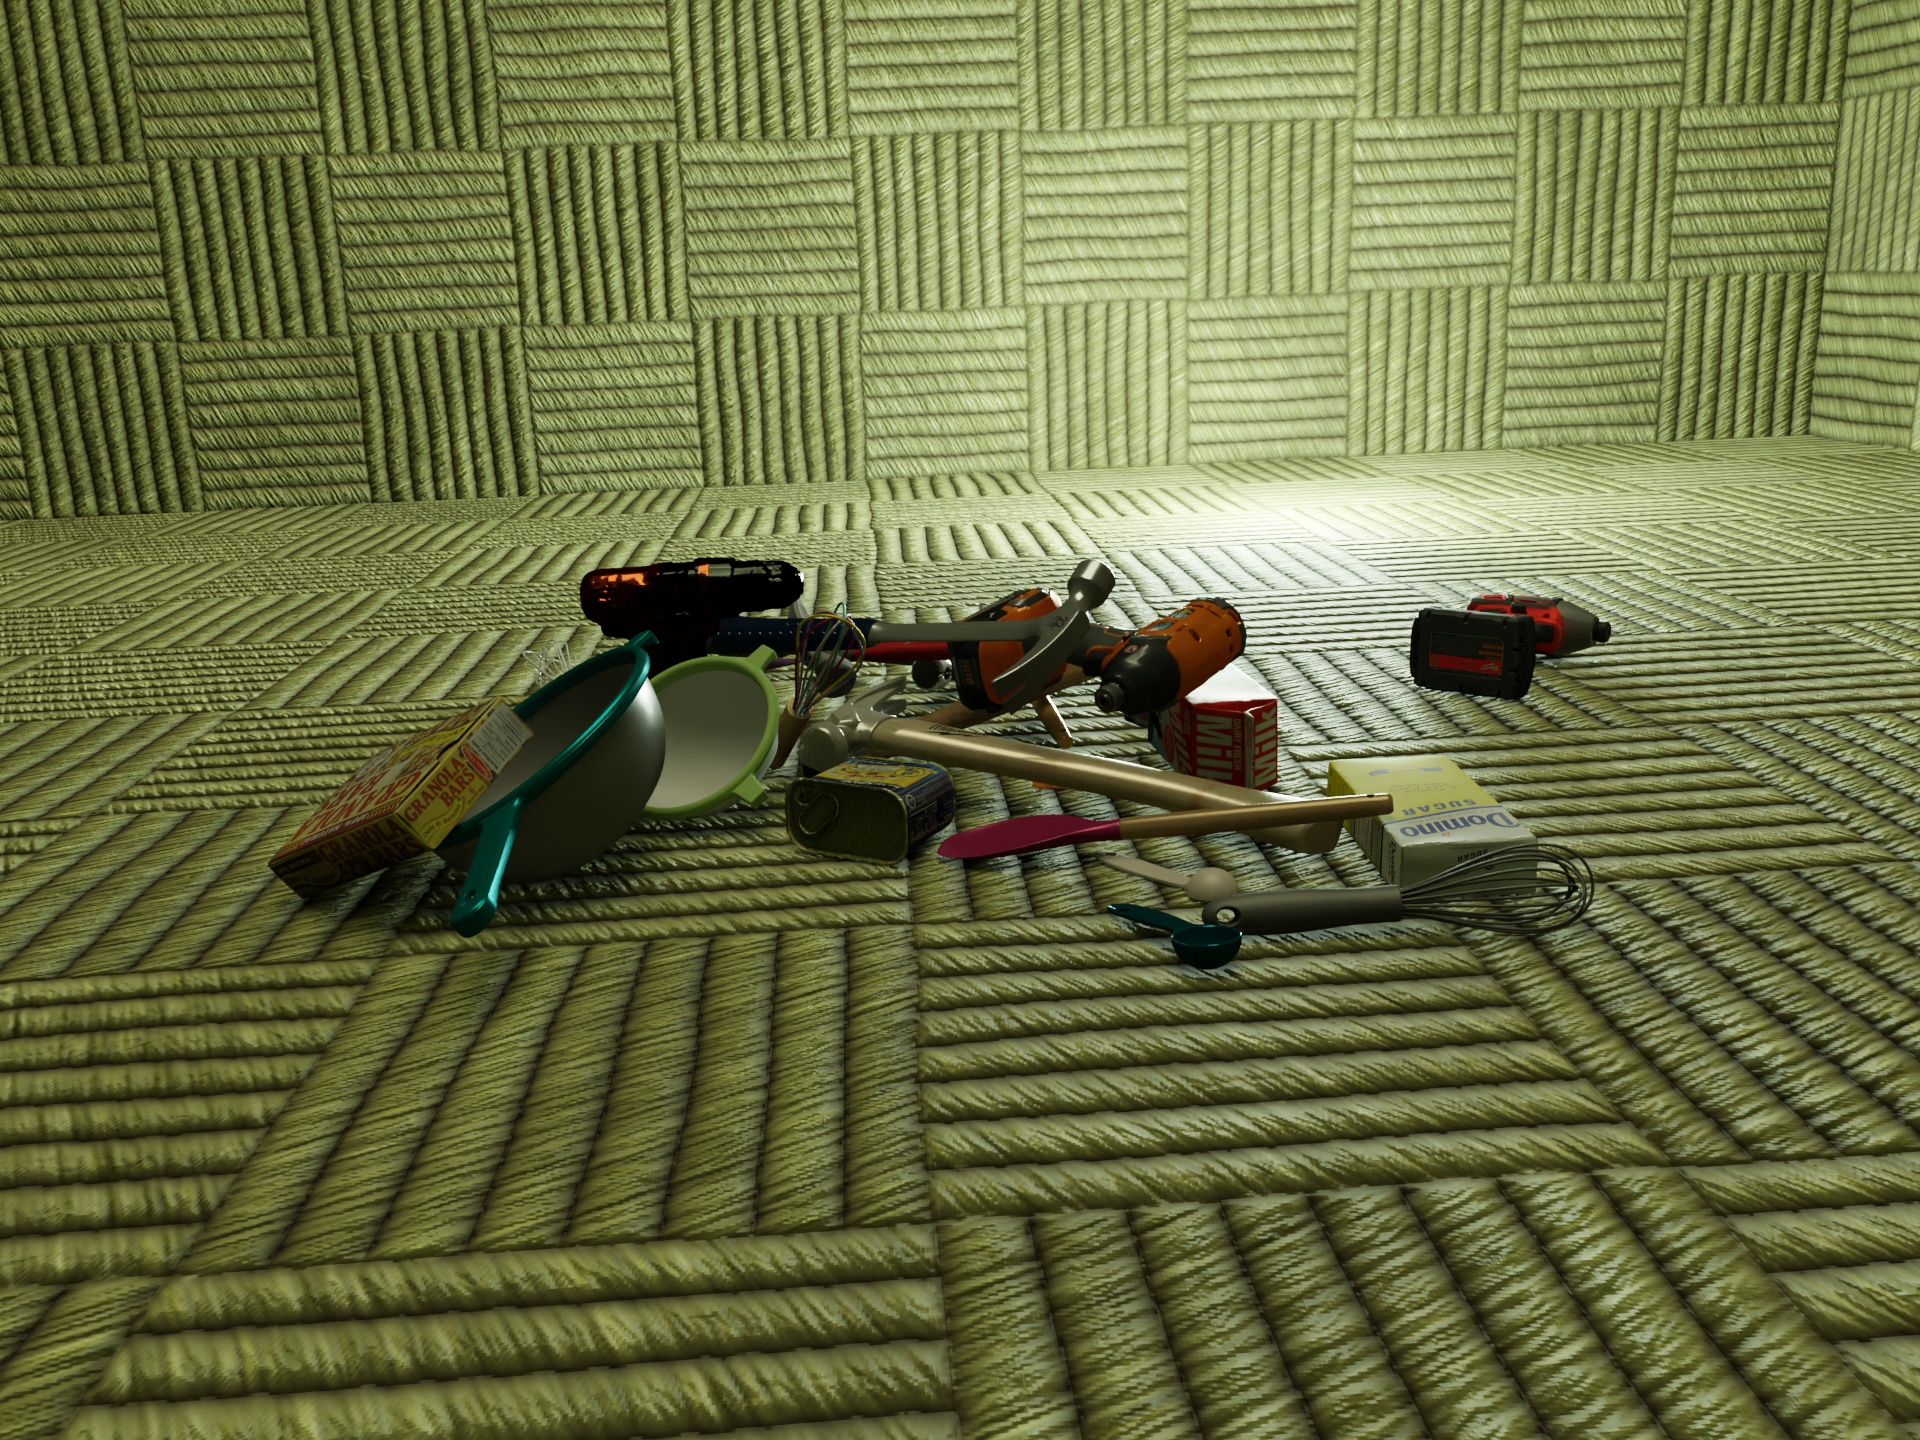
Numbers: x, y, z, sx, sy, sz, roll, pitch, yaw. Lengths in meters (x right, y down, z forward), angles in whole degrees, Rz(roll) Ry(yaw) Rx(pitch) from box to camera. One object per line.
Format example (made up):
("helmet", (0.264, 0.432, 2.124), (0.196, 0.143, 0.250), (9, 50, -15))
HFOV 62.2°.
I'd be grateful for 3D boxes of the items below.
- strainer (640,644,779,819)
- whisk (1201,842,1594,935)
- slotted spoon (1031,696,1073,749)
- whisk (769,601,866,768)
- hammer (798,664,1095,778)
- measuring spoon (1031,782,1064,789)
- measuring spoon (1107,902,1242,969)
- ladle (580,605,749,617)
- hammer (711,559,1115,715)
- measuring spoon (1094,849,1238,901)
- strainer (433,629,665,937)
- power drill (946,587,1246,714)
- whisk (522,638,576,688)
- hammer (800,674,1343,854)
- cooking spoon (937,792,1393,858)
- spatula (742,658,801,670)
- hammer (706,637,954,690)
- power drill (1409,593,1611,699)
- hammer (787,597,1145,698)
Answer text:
("strainer", (-0.252, 0.038, 1.276), (0.256, 0.069, 0.152), (-13, 52, 15))
("whisk", (0.268, 0.110, 0.981), (0.239, 0.055, 0.055), (-5, 16, 3))
("slotted spoon", (0.070, -0.026, 1.525), (0.070, 0.031, 0.314), (-4, 18, -7))
("whisk", (-0.126, -0.023, 1.265), (0.047, 0.051, 0.245), (-2, -26, -22))
("hammer", (-0.002, -0.004, 1.401), (0.331, 0.031, 0.130), (-22, 24, -38))
("measuring spoon", (0.115, 0.048, 1.278), (0.117, 0.011, 0.021), (0, 16, 8))
("measuring spoon", (0.128, 0.133, 0.981), (0.042, 0.021, 0.129), (-9, 8, -25))
("ladle", (-0.262, -0.112, 1.773), (0.315, 0.031, 0.069), (5, 4, -17))
("hammer", (-0.066, -0.070, 1.336), (0.406, 0.035, 0.144), (2, 46, 41))
("measuring spoon", (0.137, 0.099, 1.084), (0.034, 0.018, 0.124), (-16, 20, -39))
("strainer", (-0.277, 0.073, 1.078), (0.211, 0.095, 0.341), (-33, 23, 9))
("power drill", (0.098, -0.051, 1.305), (0.226, 0.084, 0.164), (5, 26, 41))
("whisk", (-0.388, -0.031, 1.573), (0.059, 0.058, 0.247), (21, 7, -31))
("hammer", (0.089, 0.034, 1.215), (0.411, 0.038, 0.146), (12, 24, 24))
("cooking spoon", (0.137, 0.074, 1.106), (0.319, 0.017, 0.069), (-7, 15, 17))
("spatula", (-0.273, -0.046, 1.556), (0.316, 0.018, 0.059), (-3, 7, 40))
("hammer", (-0.173, -0.075, 1.665), (0.409, 0.036, 0.149), (7, 10, 23))
("power drill", (0.544, -0.082, 1.571), (0.143, 0.078, 0.219), (10, 17, 36))
("hammer", (0.026, -0.083, 1.537), (0.386, 0.038, 0.143), (-2, 40, -24))
